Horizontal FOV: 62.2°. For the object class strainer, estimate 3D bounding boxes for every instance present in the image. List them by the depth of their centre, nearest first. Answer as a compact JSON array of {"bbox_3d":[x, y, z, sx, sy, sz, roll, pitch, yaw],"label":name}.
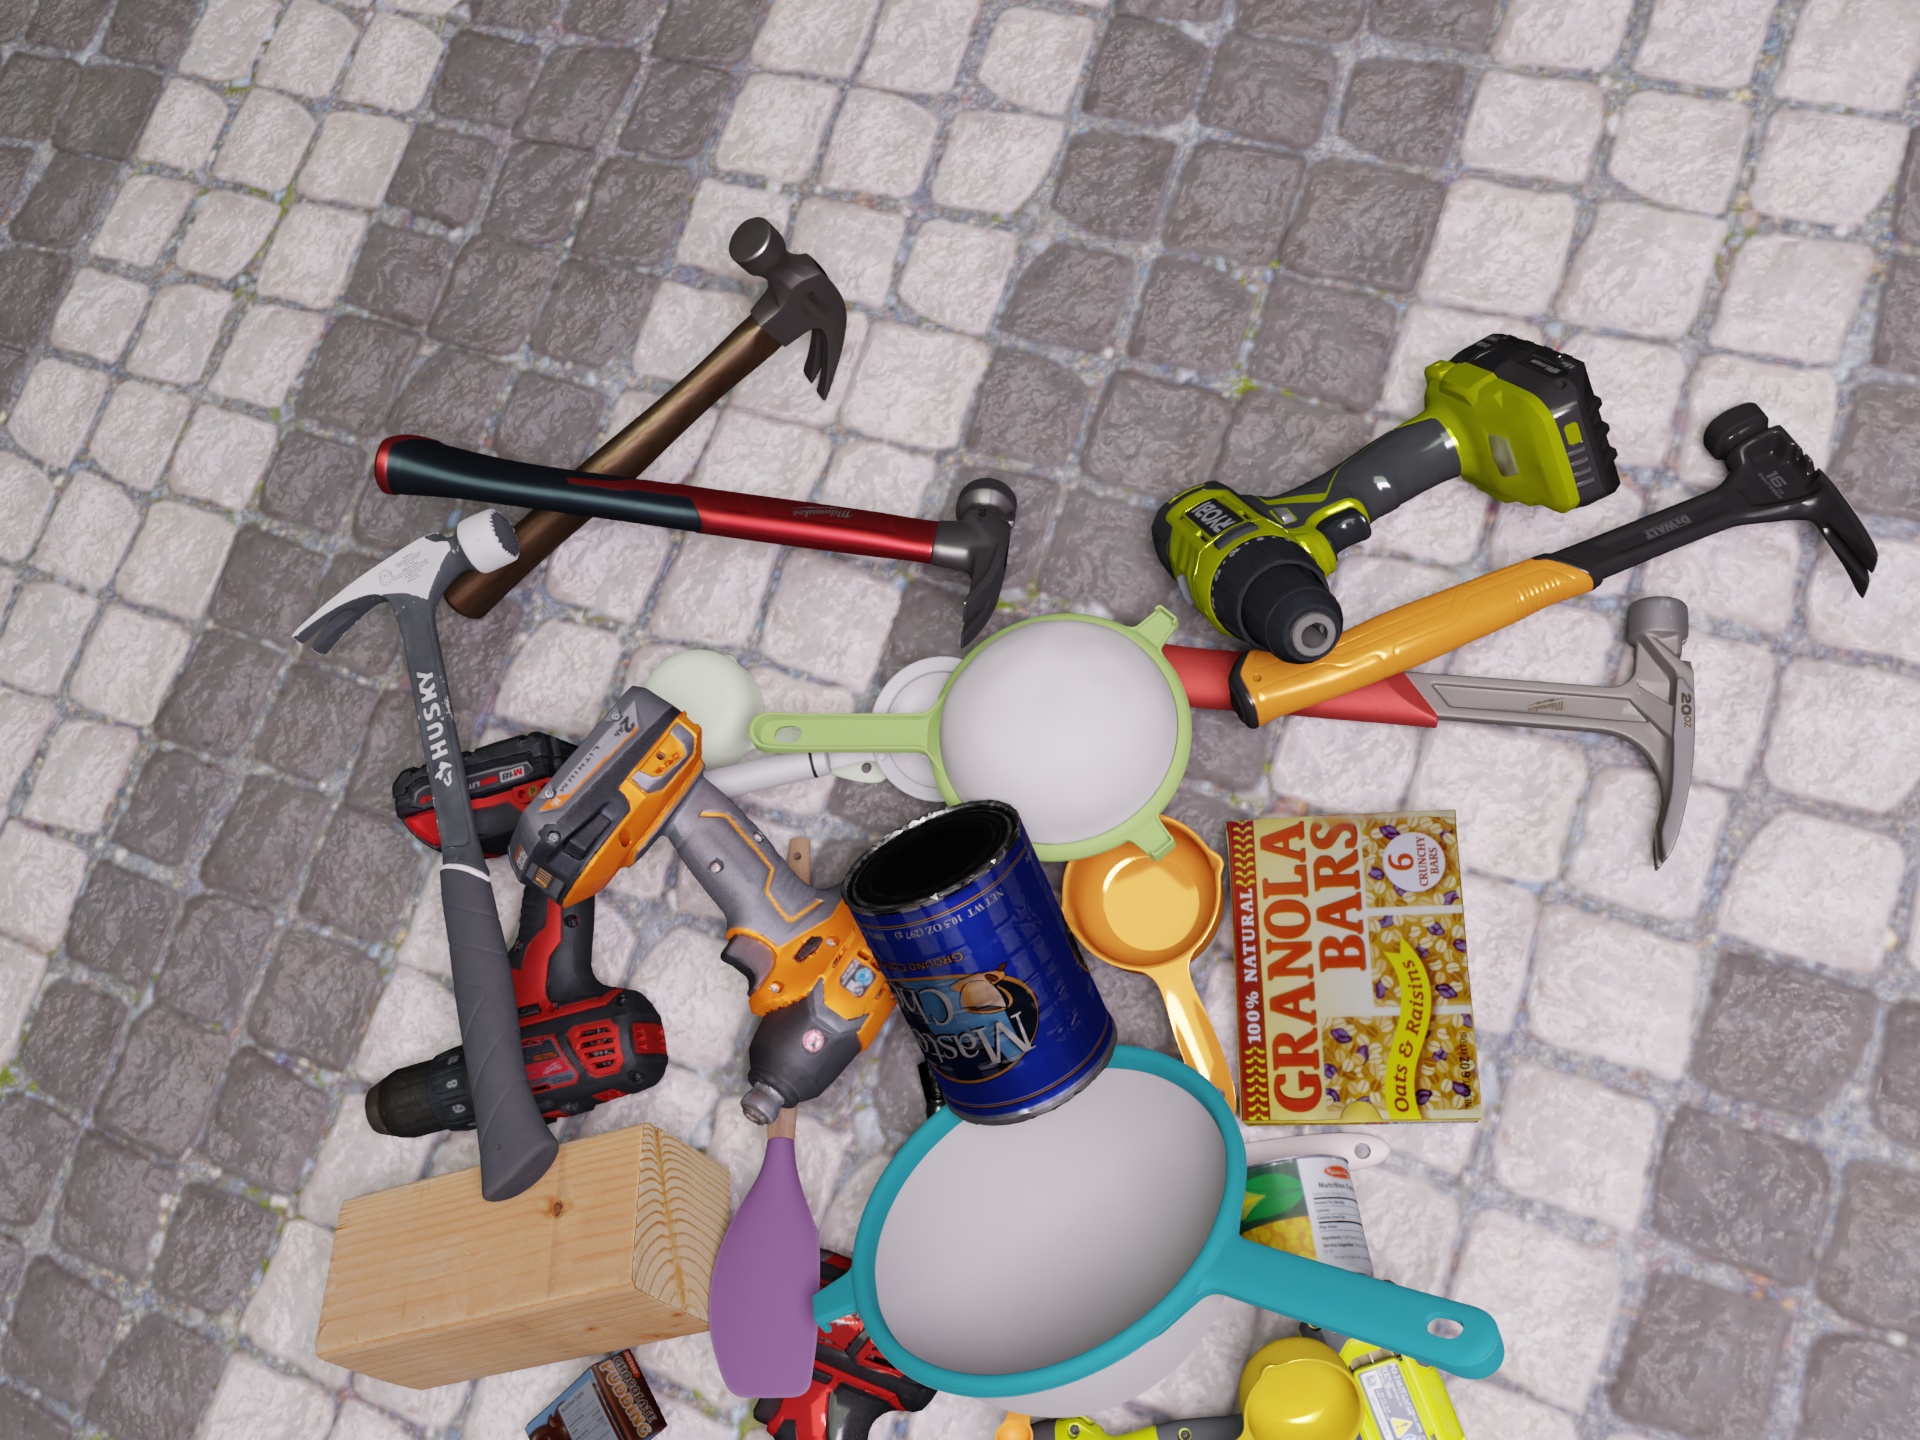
[{"bbox_3d":[0.105,0.275,0.769,0.340,0.095,0.211,3,39,42],"label":"strainer"},{"bbox_3d":[-0.001,-0.003,0.887,0.256,0.069,0.152,0,68,11],"label":"strainer"},{"bbox_3d":[-0.076,0.021,0.953,0.258,0.050,0.087,-13,80,4],"label":"strainer"}]

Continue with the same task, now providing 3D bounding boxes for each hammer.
[{"bbox_3d":[0.308,-0.065,0.859,0.337,0.034,0.127,-21,54,1],"label":"hammer"},{"bbox_3d":[0.218,-0.008,0.898,0.359,0.036,0.149,5,71,16],"label":"hammer"},{"bbox_3d":[-0.295,0.072,0.920,0.149,0.036,0.409,-22,65,9],"label":"hammer"},{"bbox_3d":[-0.164,-0.119,0.948,0.386,0.038,0.143,8,37,3],"label":"hammer"},{"bbox_3d":[-0.208,-0.177,1.029,0.331,0.130,0.031,-39,59,14],"label":"hammer"}]

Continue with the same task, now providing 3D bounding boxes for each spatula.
[{"bbox_3d":[-0.102,0.211,0.896,0.060,0.018,0.316,-1,60,5],"label":"spatula"}]

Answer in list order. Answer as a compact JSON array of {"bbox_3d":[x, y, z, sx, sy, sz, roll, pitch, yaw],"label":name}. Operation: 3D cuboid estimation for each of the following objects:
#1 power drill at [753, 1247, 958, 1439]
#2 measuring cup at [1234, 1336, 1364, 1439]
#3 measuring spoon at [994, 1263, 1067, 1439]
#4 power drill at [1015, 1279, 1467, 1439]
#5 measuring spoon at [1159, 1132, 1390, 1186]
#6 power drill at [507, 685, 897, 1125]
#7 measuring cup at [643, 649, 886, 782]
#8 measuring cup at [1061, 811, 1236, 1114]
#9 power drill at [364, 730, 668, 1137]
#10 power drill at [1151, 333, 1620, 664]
[{"bbox_3d":[-0.098,0.397,0.855,0.143,0.078,0.220,16,77,18],"label":"power drill"},{"bbox_3d":[0.121,0.350,0.760,0.156,0.029,0.062,-38,100,8],"label":"measuring cup"},{"bbox_3d":[0.039,0.334,0.832,0.021,0.011,0.117,-2,31,18],"label":"measuring spoon"},{"bbox_3d":[0.147,0.399,0.790,0.223,0.080,0.171,-21,70,5],"label":"power drill"},{"bbox_3d":[0.168,0.235,0.858,0.124,0.018,0.034,-7,73,12],"label":"measuring spoon"},{"bbox_3d":[-0.134,0.105,0.880,0.226,0.084,0.164,37,58,-4],"label":"power drill"},{"bbox_3d":[-0.124,0.006,0.985,0.168,0.038,0.083,18,80,17],"label":"measuring cup"},{"bbox_3d":[0.118,0.137,0.881,0.095,0.052,0.174,-22,73,8],"label":"measuring cup"},{"bbox_3d":[-0.286,0.138,0.974,0.188,0.080,0.227,-16,75,10],"label":"power drill"},{"bbox_3d":[0.229,-0.114,0.861,0.228,0.191,0.080,-28,114,2],"label":"power drill"}]
